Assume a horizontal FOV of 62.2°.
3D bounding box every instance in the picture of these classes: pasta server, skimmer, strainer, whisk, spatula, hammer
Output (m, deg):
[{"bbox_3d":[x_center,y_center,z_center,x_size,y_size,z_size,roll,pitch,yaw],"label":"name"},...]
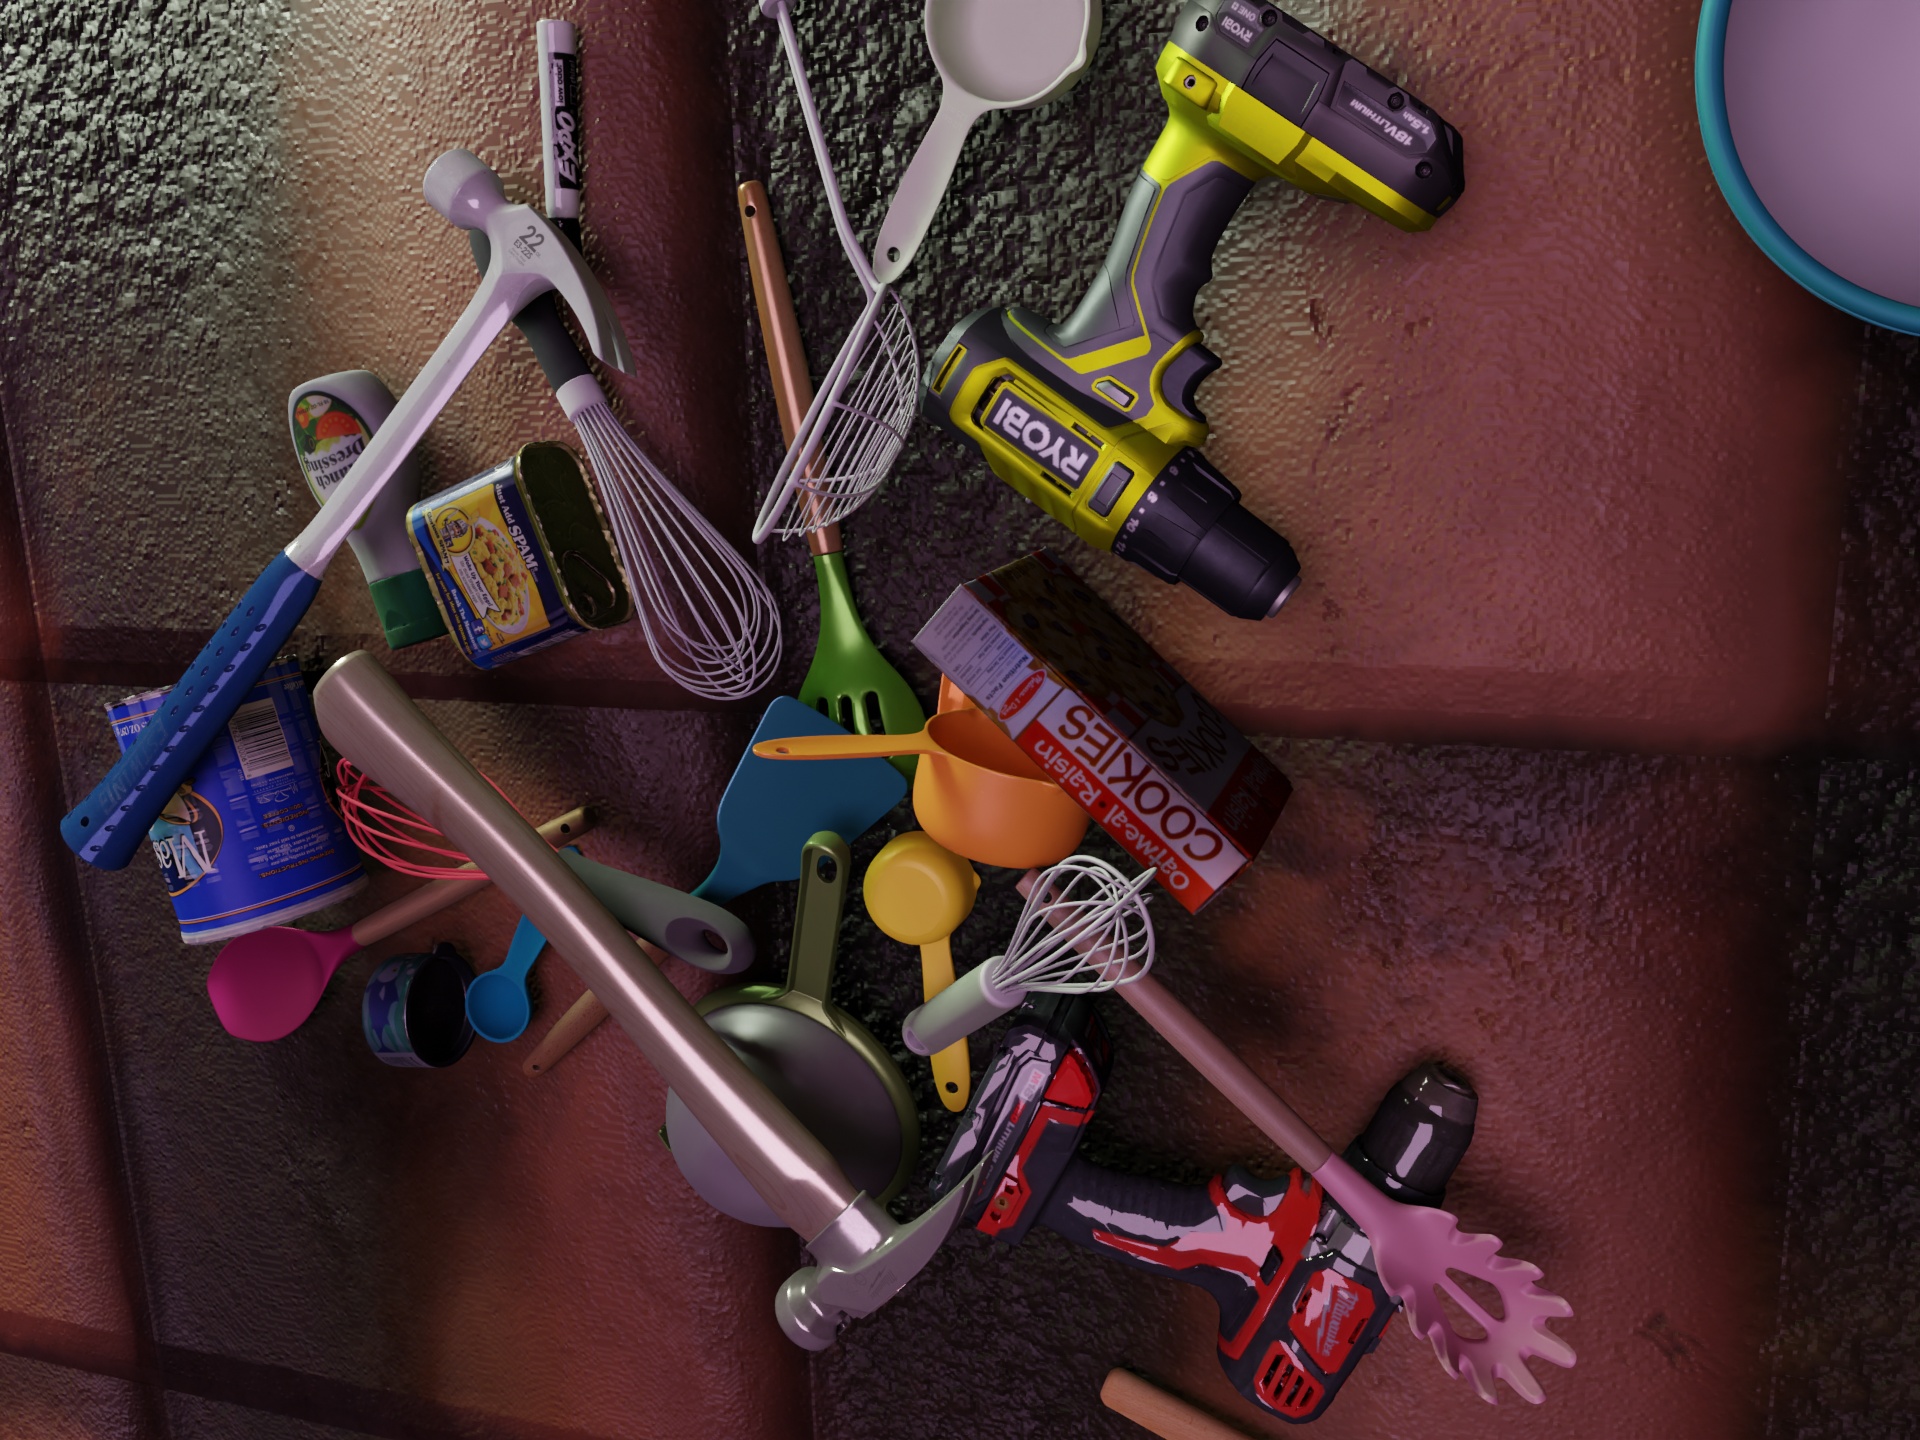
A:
[{"bbox_3d":[0.144,0.179,0.714,0.316,0.040,0.060,44,83,3],"label":"pasta server"},{"bbox_3d":[-0.094,-0.263,0.717,0.090,0.127,0.363,-15,88,-17],"label":"skimmer"},{"bbox_3d":[-0.093,0.174,0.810,0.151,0.069,0.256,20,123,15],"label":"strainer"},{"bbox_3d":[0.385,-0.182,0.581,0.211,0.095,0.340,-4,103,23],"label":"strainer"},{"bbox_3d":[-0.225,0.073,0.841,0.296,0.073,0.073,18,108,28],"label":"whisk"},{"bbox_3d":[-0.177,-0.136,0.808,0.070,0.070,0.284,-32,86,23],"label":"whisk"},{"bbox_3d":[-0.154,0.110,0.855,0.082,0.044,0.317,36,125,-16],"label":"spatula"},{"bbox_3d":[-0.164,0.114,0.771,0.411,0.038,0.146,46,119,7],"label":"hammer"},{"bbox_3d":[0.187,0.397,0.815,0.245,0.051,0.047,23,88,17],"label":"whisk"},{"bbox_3d":[-0.321,-0.084,0.801,0.144,0.035,0.405,42,99,15],"label":"hammer"},{"bbox_3d":[0.023,0.115,0.721,0.058,0.059,0.246,50,148,5],"label":"whisk"}]

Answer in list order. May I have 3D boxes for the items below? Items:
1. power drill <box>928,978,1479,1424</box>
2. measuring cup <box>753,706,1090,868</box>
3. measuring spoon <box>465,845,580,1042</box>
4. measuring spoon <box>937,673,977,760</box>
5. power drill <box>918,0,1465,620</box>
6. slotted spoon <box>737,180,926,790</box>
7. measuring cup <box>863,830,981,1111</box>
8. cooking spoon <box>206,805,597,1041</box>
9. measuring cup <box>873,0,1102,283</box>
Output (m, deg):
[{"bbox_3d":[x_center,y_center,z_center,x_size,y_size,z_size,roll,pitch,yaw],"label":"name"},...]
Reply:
[{"bbox_3d":[0.120,0.212,0.773,0.227,0.080,0.188,28,103,7],"label":"power drill"},{"bbox_3d":[-0.017,0.034,0.740,0.173,0.095,0.052,0,112,-26],"label":"measuring cup"},{"bbox_3d":[-0.244,0.126,0.915,0.042,0.021,0.128,30,101,11],"label":"measuring spoon"},{"bbox_3d":[-0.001,-0.003,0.802,0.021,0.011,0.117,12,102,12],"label":"measuring spoon"},{"bbox_3d":[0.111,-0.172,0.688,0.190,0.080,0.228,37,114,9],"label":"power drill"},{"bbox_3d":[-0.073,-0.108,0.793,0.070,0.031,0.313,-9,98,18],"label":"slotted spoon"},{"bbox_3d":[-0.016,0.136,0.826,0.062,0.029,0.156,-4,101,20],"label":"measuring cup"},{"bbox_3d":[-0.336,0.117,0.940,0.319,0.017,0.069,-26,88,23],"label":"cooking spoon"},{"bbox_3d":[0.005,-0.275,0.723,0.083,0.038,0.167,35,117,9],"label":"measuring cup"}]
